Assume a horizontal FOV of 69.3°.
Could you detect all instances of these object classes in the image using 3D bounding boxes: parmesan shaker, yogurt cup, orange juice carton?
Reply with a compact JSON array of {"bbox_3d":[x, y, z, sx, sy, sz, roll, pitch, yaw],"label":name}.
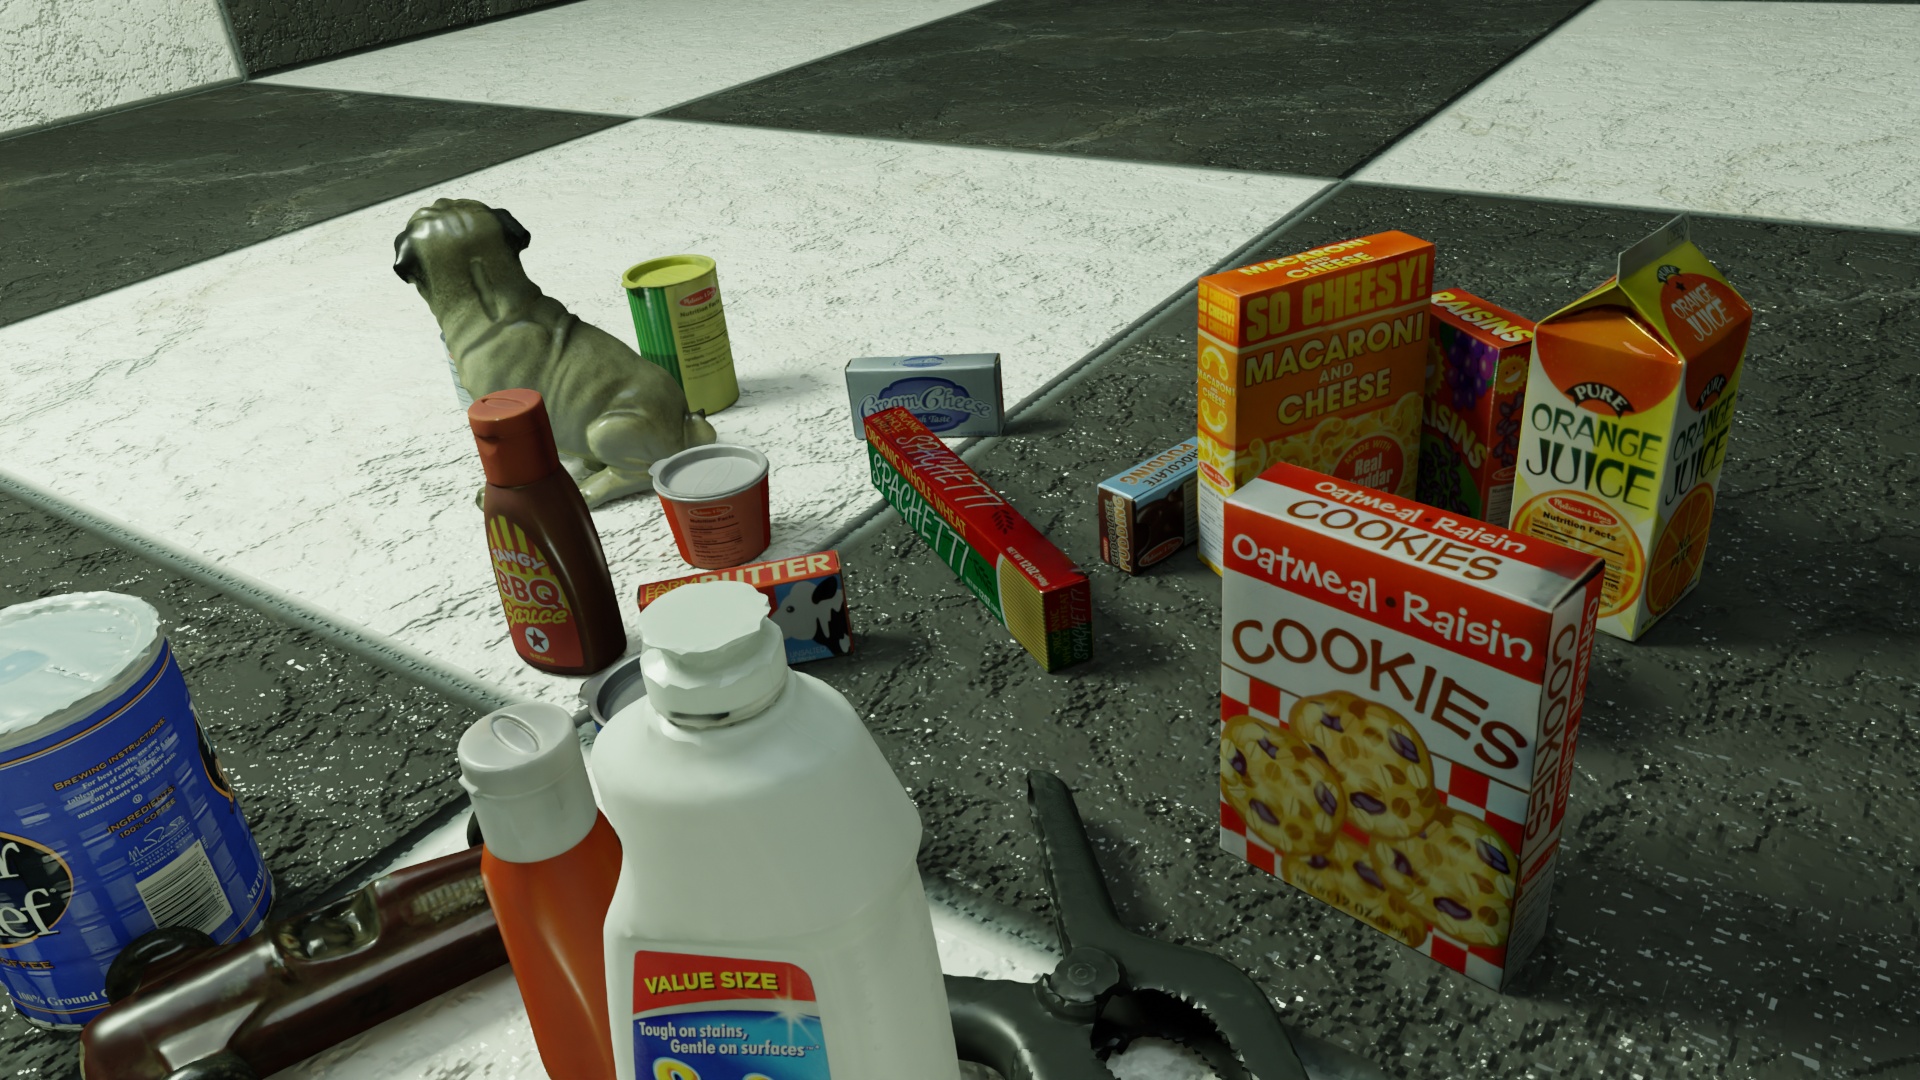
[{"bbox_3d":[-0.203,-0.146,1.004,0.071,0.102,0.071,-4,29,2],"label":"parmesan shaker"},{"bbox_3d":[-0.143,-0.019,0.821,0.072,0.053,0.073,-4,30,2],"label":"yogurt cup"},{"bbox_3d":[0.319,-0.056,0.668,0.072,0.191,0.073,-27,36,-33],"label":"orange juice carton"}]

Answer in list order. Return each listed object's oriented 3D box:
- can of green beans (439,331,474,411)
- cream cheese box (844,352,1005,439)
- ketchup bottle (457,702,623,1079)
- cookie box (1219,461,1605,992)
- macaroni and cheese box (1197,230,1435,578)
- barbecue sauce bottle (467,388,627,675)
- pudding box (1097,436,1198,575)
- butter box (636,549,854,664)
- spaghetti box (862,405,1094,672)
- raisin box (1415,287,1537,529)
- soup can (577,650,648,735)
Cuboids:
[{"bbox_3d":[-0.354,-0.135,1.055,0.071,0.057,0.071,-4,30,2],"label":"can of green beans"},{"bbox_3d":[-0.023,-0.097,0.937,0.104,0.053,0.024,-1,30,9],"label":"cream cheese box"},{"bbox_3d":[-0.134,0.125,0.471,0.044,0.148,0.065,-29,37,-35],"label":"ketchup bottle"},{"bbox_3d":[0.156,0.066,0.508,0.123,0.166,0.040,22,40,40],"label":"cookie box"},{"bbox_3d":[0.187,-0.071,0.742,0.124,0.165,0.040,-17,31,-19],"label":"macaroni and cheese box"},{"bbox_3d":[-0.215,-0.003,0.710,0.065,0.147,0.044,11,33,26],"label":"barbecue sauce bottle"},{"bbox_3d":[0.116,-0.021,0.784,0.084,0.049,0.030,-27,36,-33],"label":"pudding box"},{"bbox_3d":[-0.109,0.040,0.712,0.103,0.053,0.024,-10,30,-7],"label":"butter box"},{"bbox_3d":[0.003,-0.010,0.784,0.029,0.050,0.251,-17,31,-19],"label":"spaghetti box"},{"bbox_3d":[0.278,-0.066,0.762,0.040,0.122,0.086,-13,30,-13],"label":"raisin box"},{"bbox_3d":[-0.118,0.095,0.587,0.071,0.083,0.072,-4,29,2],"label":"soup can"}]
